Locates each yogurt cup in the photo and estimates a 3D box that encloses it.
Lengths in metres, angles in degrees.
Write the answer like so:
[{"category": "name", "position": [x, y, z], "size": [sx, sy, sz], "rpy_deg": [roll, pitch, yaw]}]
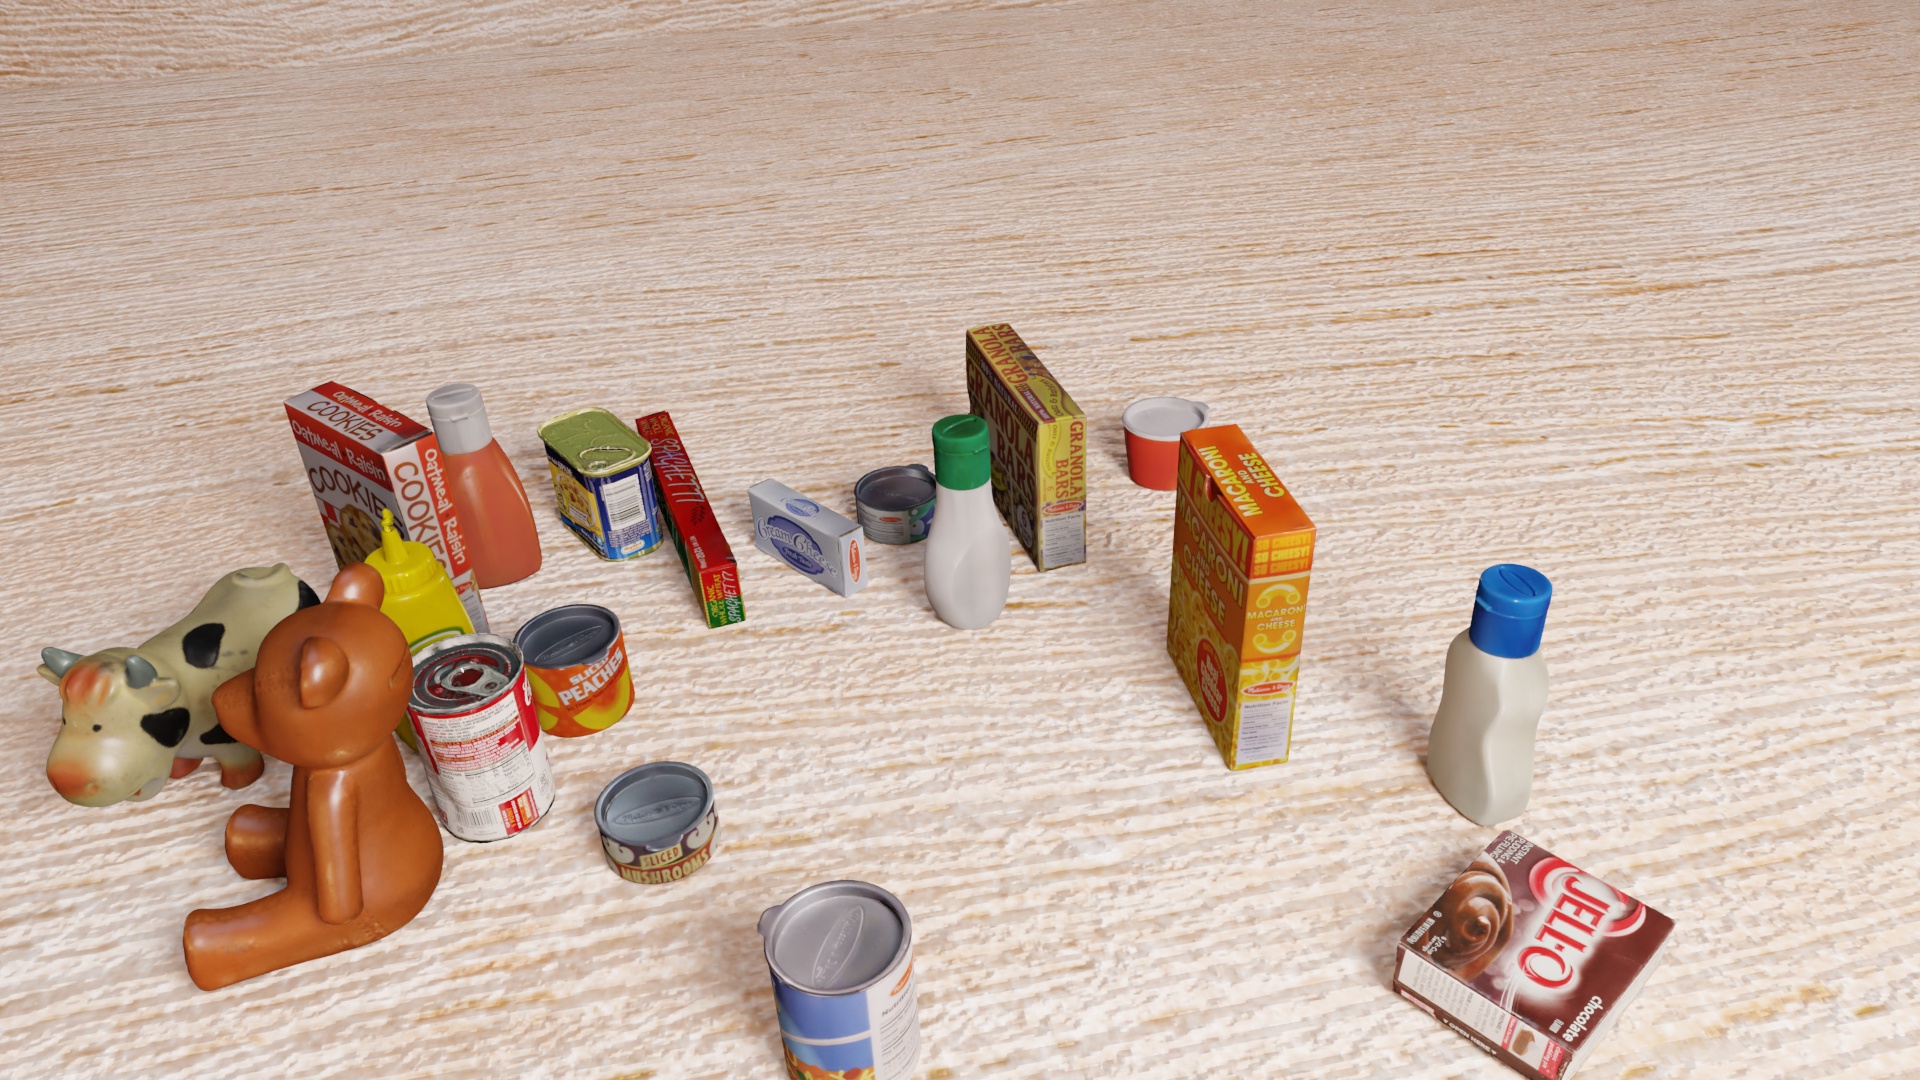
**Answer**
[{"category": "yogurt cup", "position": [0.161, -0.075, 1.095], "size": [0.072, 0.053, 0.073], "rpy_deg": [-2, 33, 1]}]

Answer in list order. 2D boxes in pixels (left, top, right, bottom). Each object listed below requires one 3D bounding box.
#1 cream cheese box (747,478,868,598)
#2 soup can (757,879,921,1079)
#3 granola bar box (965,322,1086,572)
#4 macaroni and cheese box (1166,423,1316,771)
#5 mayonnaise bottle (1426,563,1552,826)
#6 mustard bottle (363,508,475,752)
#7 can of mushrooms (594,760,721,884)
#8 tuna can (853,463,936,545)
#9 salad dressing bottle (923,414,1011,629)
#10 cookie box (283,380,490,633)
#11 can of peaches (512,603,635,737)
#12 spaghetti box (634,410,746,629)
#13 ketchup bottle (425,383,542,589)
[{"category": "cream cheese box", "position": [-0.111, -0.003, 1.003], "size": [0.104, 0.053, 0.024], "rpy_deg": [27, 43, 37]}, {"category": "soup can", "position": [-0.055, 0.210, 0.644], "size": [0.071, 0.083, 0.072], "rpy_deg": [-2, 33, 1]}, {"category": "granola bar box", "position": [0.046, -0.072, 1.035], "size": [0.039, 0.123, 0.166], "rpy_deg": [-11, 34, -13]}, {"category": "macaroni and cheese box", "position": [0.162, 0.033, 0.826], "size": [0.040, 0.165, 0.124], "rpy_deg": [-8, 33, -8]}, {"category": "mayonnaise bottle", "position": [0.291, 0.083, 0.757], "size": [0.041, 0.147, 0.065], "rpy_deg": [-11, 34, -13]}, {"category": "mustard bottle", "position": [-0.328, 0.052, 0.836], "size": [0.065, 0.159, 0.049], "rpy_deg": [-28, 40, -33]}, {"category": "can of mushrooms", "position": [-0.168, 0.159, 0.776], "size": [0.071, 0.033, 0.071], "rpy_deg": [-2, 33, 1]}, {"category": "tuna can", "position": [-0.046, -0.028, 1.057], "size": [0.071, 0.032, 0.071], "rpy_deg": [-2, 33, 1]}, {"category": "salad dressing bottle", "position": [0.003, -0.012, 0.923], "size": [0.064, 0.146, 0.044], "rpy_deg": [-28, 41, -34]}, {"category": "cookie box", "position": [-0.383, -0.013, 0.933], "size": [0.123, 0.166, 0.040], "rpy_deg": [22, 40, 33]}, {"category": "can of peaches", "position": [-0.242, 0.083, 0.876], "size": [0.071, 0.057, 0.071], "rpy_deg": [-2, 33, 1]}, {"category": "spaghetti box", "position": [-0.206, -0.022, 1.043], "size": [0.029, 0.050, 0.251], "rpy_deg": [-14, 35, -17]}, {"category": "ketchup bottle", "position": [-0.342, -0.038, 0.985], "size": [0.065, 0.148, 0.044], "rpy_deg": [-16, 35, -20]}]
